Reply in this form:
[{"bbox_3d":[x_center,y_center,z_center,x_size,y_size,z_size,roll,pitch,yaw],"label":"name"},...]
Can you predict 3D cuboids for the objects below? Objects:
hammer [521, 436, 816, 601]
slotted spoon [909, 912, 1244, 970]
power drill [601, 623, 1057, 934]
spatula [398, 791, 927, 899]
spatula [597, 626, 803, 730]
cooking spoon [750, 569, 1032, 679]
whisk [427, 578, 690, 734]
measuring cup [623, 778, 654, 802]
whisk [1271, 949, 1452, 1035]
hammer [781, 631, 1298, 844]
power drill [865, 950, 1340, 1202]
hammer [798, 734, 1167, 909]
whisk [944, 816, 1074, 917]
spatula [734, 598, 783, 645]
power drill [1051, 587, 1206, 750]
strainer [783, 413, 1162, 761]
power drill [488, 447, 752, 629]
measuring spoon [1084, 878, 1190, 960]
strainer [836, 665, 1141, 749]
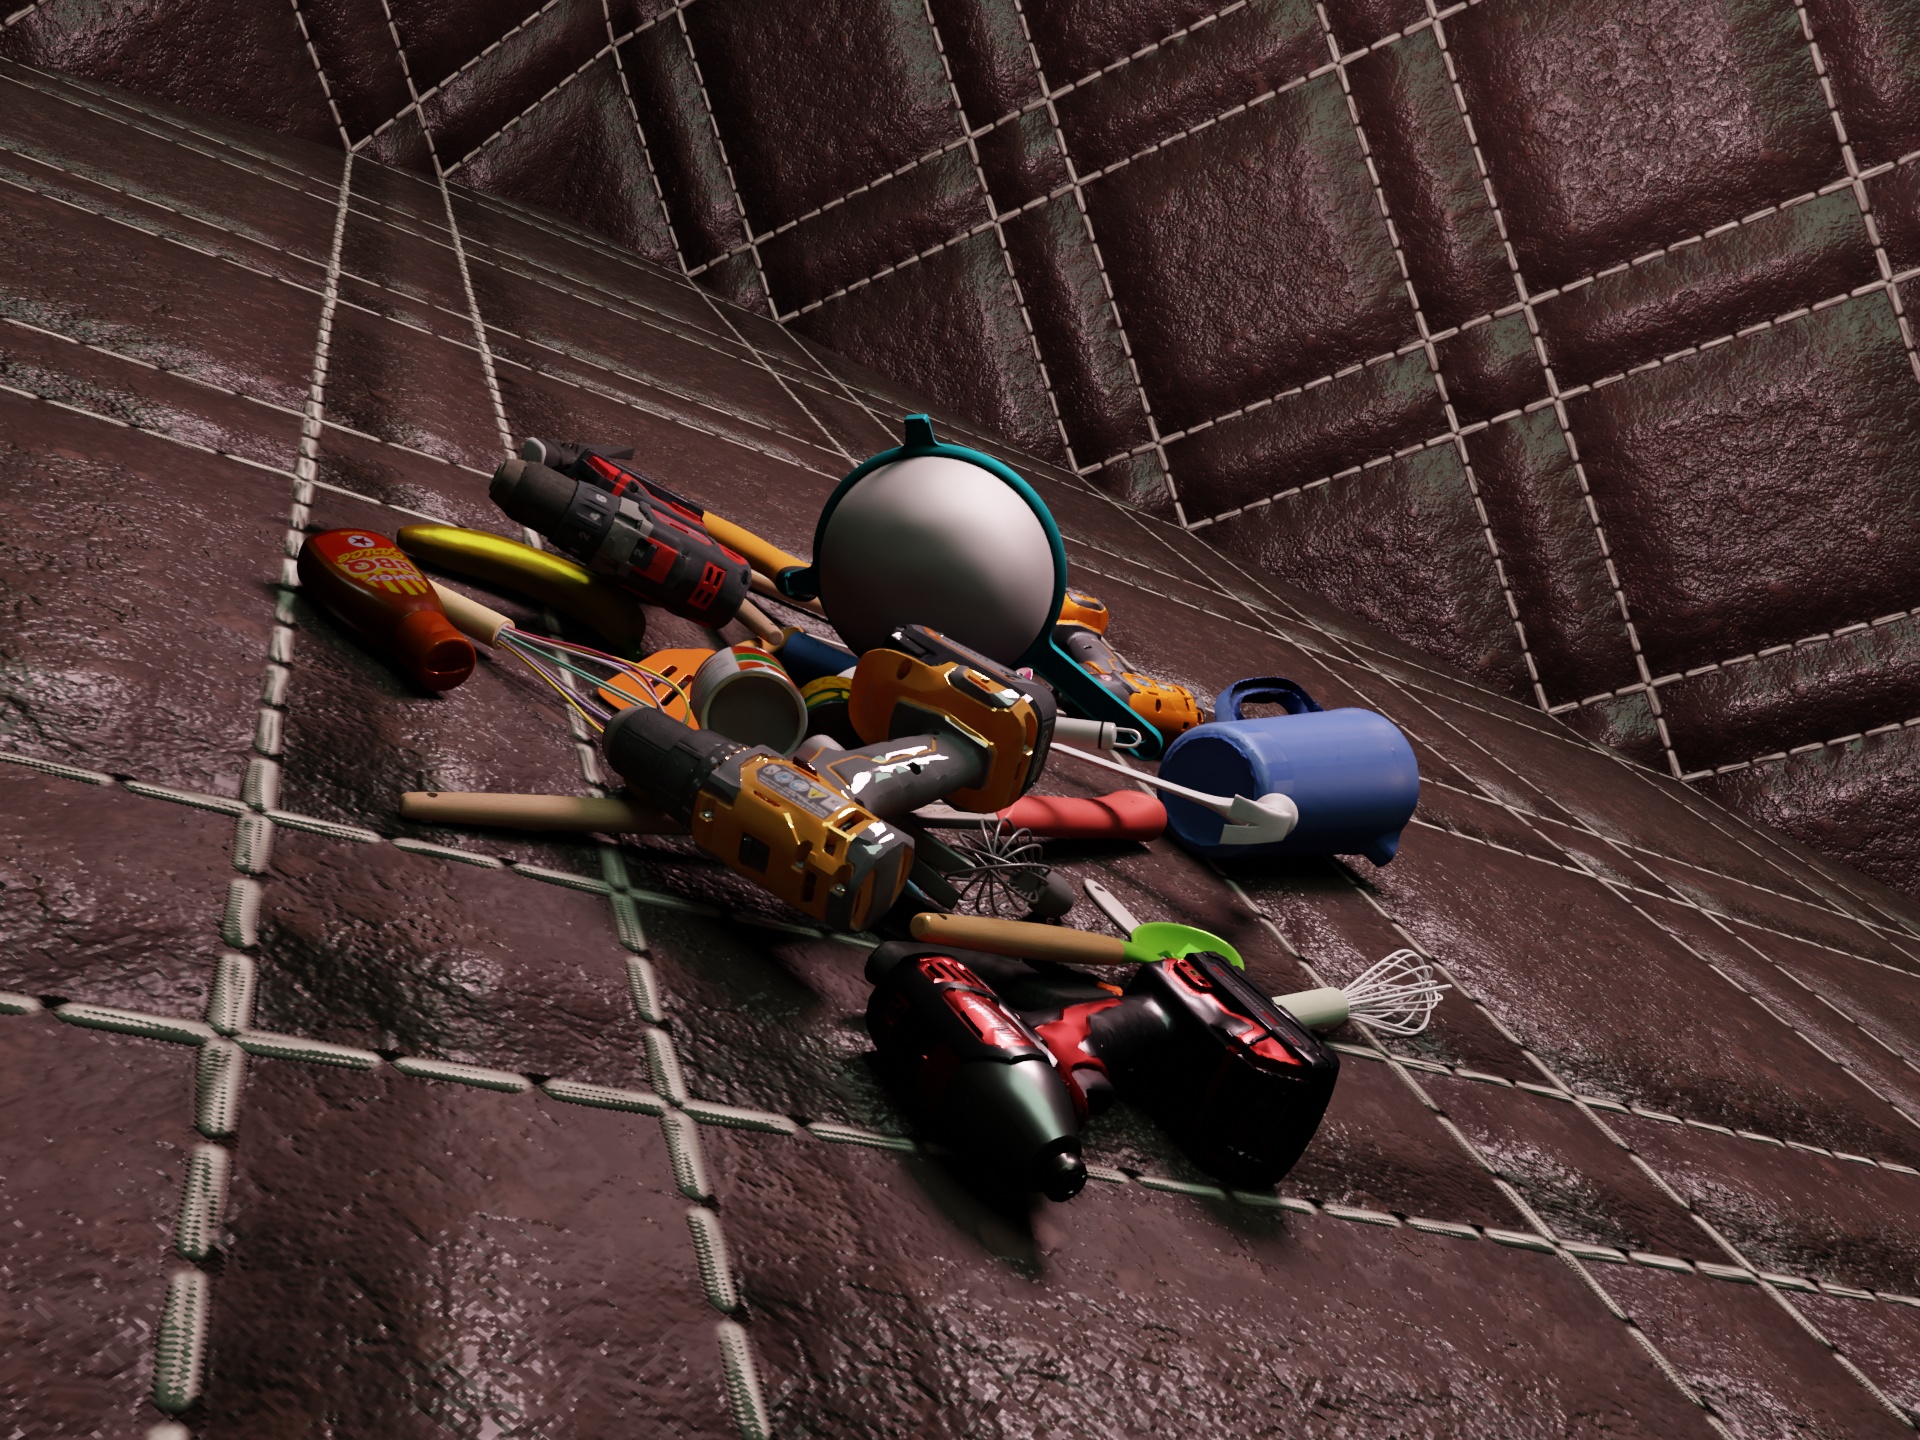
[{"bbox_3d":[-0.247,-0.185,1.444,0.337,0.034,0.127,29,19,30],"label":"hammer"},{"bbox_3d":[0.070,0.126,0.885,0.070,0.031,0.313,33,10,36],"label":"slotted spoon"},{"bbox_3d":[-0.071,0.018,0.895,0.185,0.084,0.226,28,33,22],"label":"power drill"},{"bbox_3d":[-0.151,0.066,0.881,0.317,0.044,0.082,7,23,-35],"label":"spatula"},{"bbox_3d":[-0.169,-0.040,1.183,0.081,0.041,0.322,28,13,5],"label":"spatula"},{"bbox_3d":[-0.084,-0.089,1.439,0.319,0.017,0.069,21,54,-6],"label":"cooking spoon"},{"bbox_3d":[-0.277,-0.044,1.012,0.245,0.047,0.051,25,4,18],"label":"whisk"},{"bbox_3d":[-0.142,0.047,0.963,0.062,0.029,0.156,33,7,35],"label":"measuring cup"},{"bbox_3d":[0.248,0.187,1.040,0.058,0.059,0.246,-11,-9,44],"label":"whisk"},{"bbox_3d":[0.048,0.011,1.184,0.405,0.035,0.144,20,6,18],"label":"hammer"},{"bbox_3d":[0.074,0.174,0.777,0.219,0.078,0.143,8,23,-37],"label":"power drill"},{"bbox_3d":[0.049,0.070,1.085,0.149,0.036,0.358,38,17,32],"label":"hammer"},{"bbox_3d":[0.037,0.095,0.923,0.055,0.055,0.238,30,-4,17],"label":"whisk"},{"bbox_3d":[-0.212,-0.116,1.318,0.059,0.018,0.316,13,13,-33],"label":"spatula"},{"bbox_3d":[0.113,-0.054,1.526,0.164,0.084,0.227,10,25,-36],"label":"power drill"},{"bbox_3d":[0.023,-0.065,1.262,0.340,0.211,0.095,39,26,-5],"label":"strainer"},{"bbox_3d":[-0.259,-0.145,1.180,0.187,0.080,0.227,27,5,-22],"label":"power drill"},{"bbox_3d":[0.119,0.134,1.056,0.034,0.018,0.124,12,20,-36],"label":"measuring spoon"},{"bbox_3d":[-0.002,-0.004,1.117,0.258,0.050,0.087,7,58,9],"label":"strainer"}]
